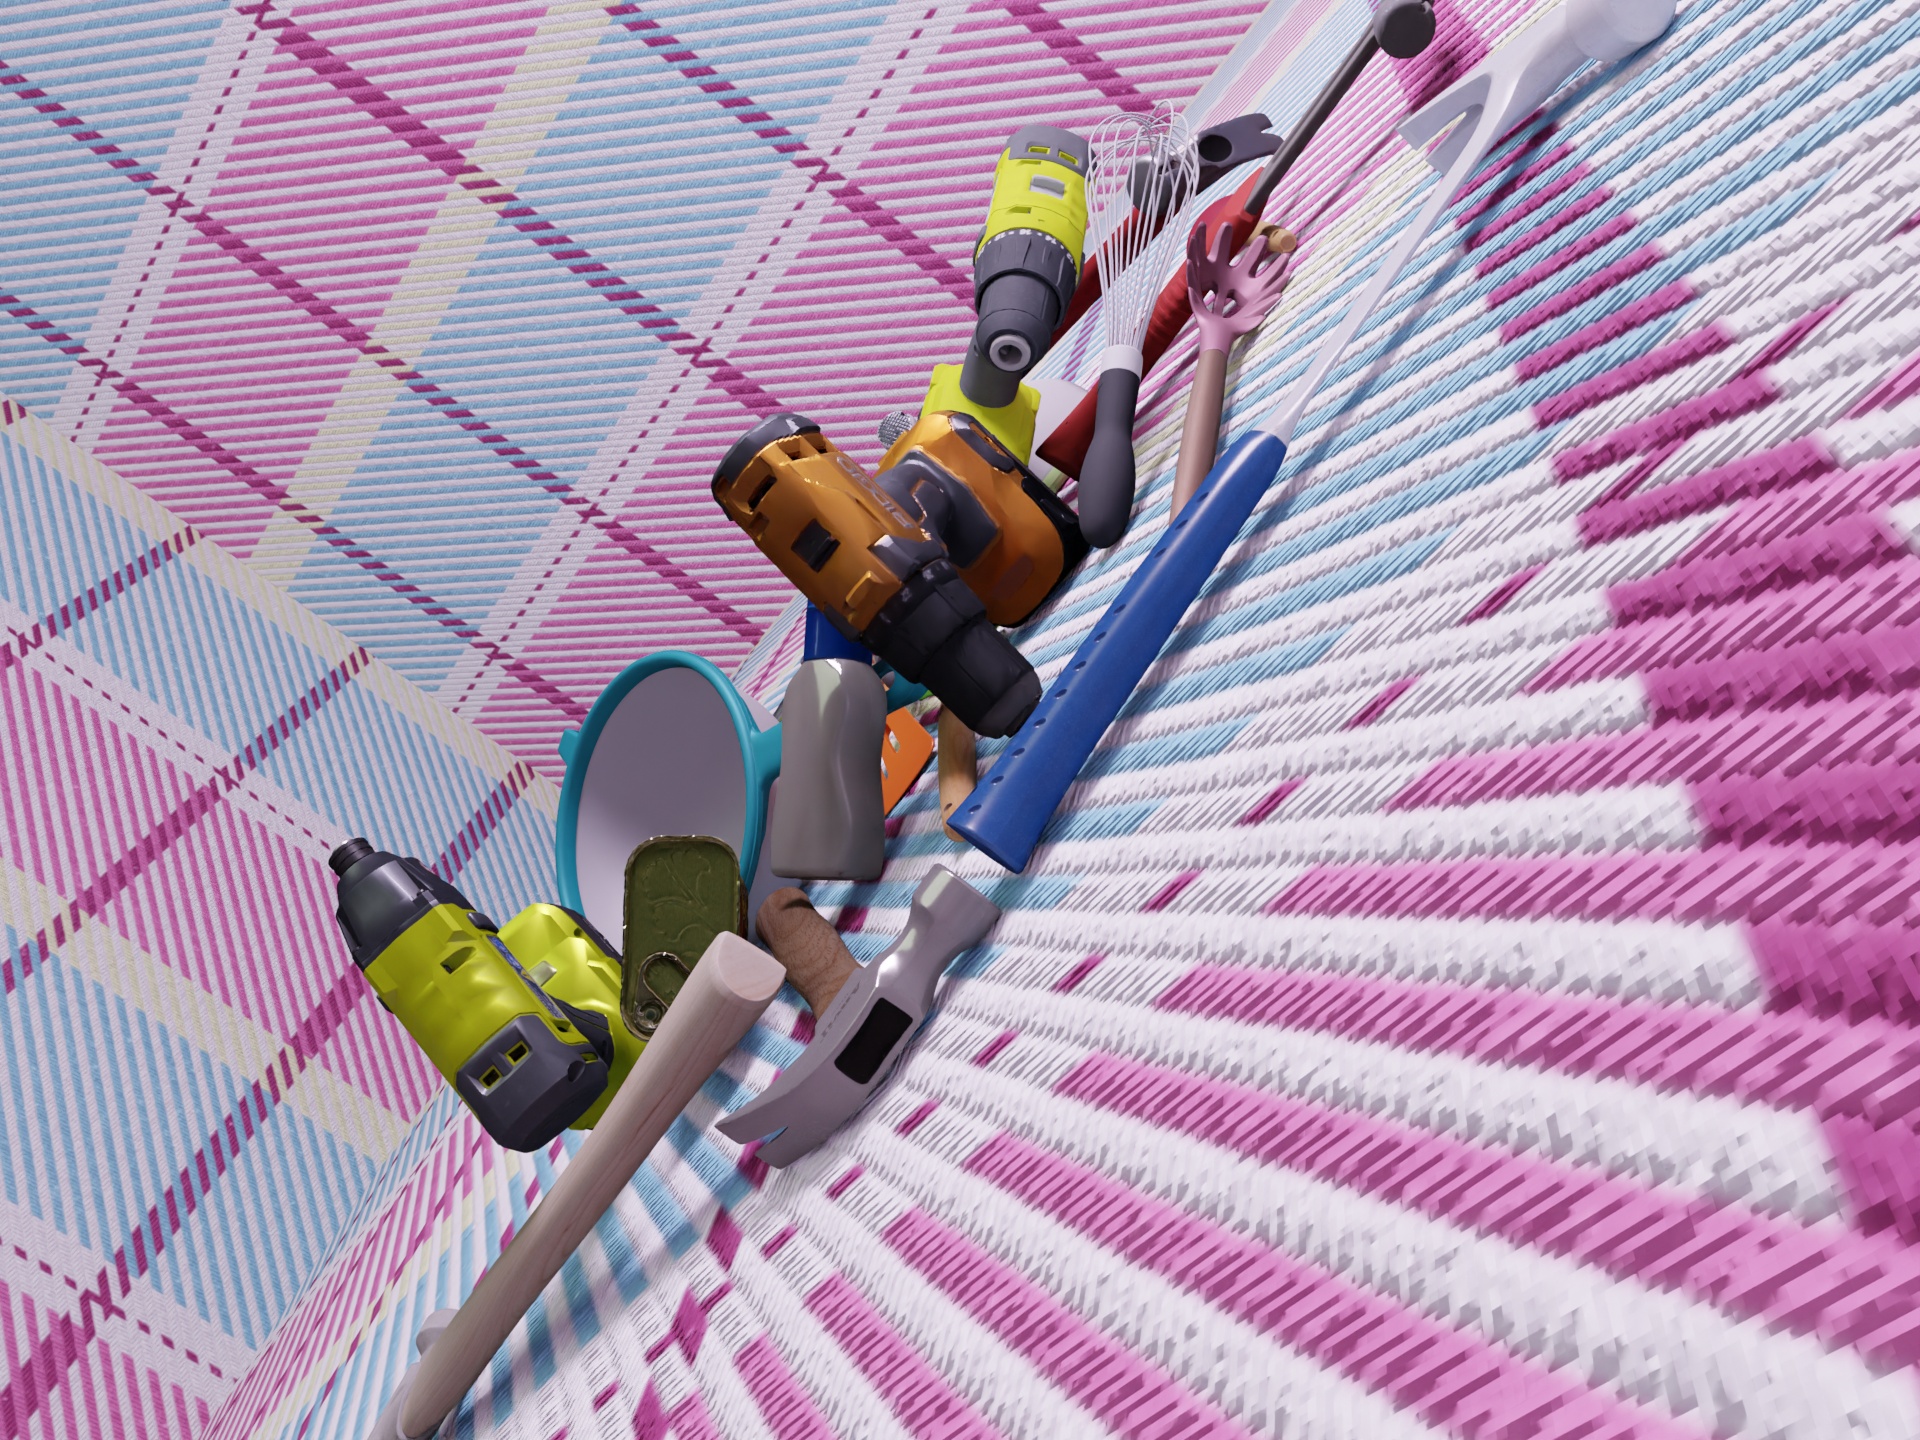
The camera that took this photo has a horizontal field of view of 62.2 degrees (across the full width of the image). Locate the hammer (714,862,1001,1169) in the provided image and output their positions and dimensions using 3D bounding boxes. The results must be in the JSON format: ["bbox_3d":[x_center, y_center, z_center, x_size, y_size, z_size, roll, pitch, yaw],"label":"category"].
[{"bbox_3d":[-0.066,0.112,0.717,0.130,0.031,0.331,-54,10,-7],"label":"hammer"}]

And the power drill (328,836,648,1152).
[{"bbox_3d":[-0.230,0.141,0.821,0.080,0.171,0.223,-43,-14,-7],"label":"power drill"}]

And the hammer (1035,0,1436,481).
[{"bbox_3d":[0.160,-0.298,0.988,0.359,0.036,0.149,-52,14,31],"label":"hammer"}]

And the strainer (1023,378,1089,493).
[{"bbox_3d":[0.031,-0.176,1.148,0.151,0.069,0.256,-46,11,33],"label":"strainer"}]

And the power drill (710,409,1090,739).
[{"bbox_3d":[-0.006,-0.080,0.813,0.084,0.185,0.226,-49,-8,23],"label":"power drill"}]

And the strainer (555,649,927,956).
[{"bbox_3d":[-0.114,0.042,0.951,0.340,0.095,0.211,-29,63,37],"label":"strainer"}]

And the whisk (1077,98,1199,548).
[{"bbox_3d":[0.092,-0.222,0.880,0.070,0.070,0.285,146,136,-62],"label":"whisk"}]

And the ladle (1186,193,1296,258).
[{"bbox_3d":[0.193,-0.334,1.088,0.069,0.031,0.316,-48,13,14],"label":"ladle"}]

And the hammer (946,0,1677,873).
[{"bbox_3d":[0.124,-0.115,0.623,0.405,0.035,0.144,-54,10,-7],"label":"hammer"}]

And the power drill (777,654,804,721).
[{"bbox_3d":[-0.132,0.015,1.214,0.226,0.084,0.164,-54,8,-30],"label":"power drill"}]

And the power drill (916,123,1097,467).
[{"bbox_3d":[0.024,-0.223,0.982,0.228,0.080,0.191,109,173,-51],"label":"power drill"}]

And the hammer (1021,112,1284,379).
[{"bbox_3d":[0.083,-0.303,1.174,0.143,0.038,0.386,-33,-2,-36],"label":"hammer"}]

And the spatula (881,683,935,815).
[{"bbox_3d":[-0.036,-0.012,1.038,0.081,0.041,0.323,-52,6,17],"label":"spatula"}]

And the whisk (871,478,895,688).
[{"bbox_3d":[-0.045,-0.093,1.035,0.055,0.055,0.239,-48,28,25],"label":"whisk"}]

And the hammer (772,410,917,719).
[{"bbox_3d":[-0.113,-0.056,1.357,0.409,0.036,0.149,-61,-32,-6],"label":"hammer"}]

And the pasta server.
[{"bbox_3d":[0.129,-0.178,0.808,0.316,0.060,0.040,-71,2,-52],"label":"pasta server"}]

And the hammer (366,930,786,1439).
[{"bbox_3d":[-0.189,0.242,0.712,0.410,0.038,0.146,-53,10,31],"label":"hammer"}]

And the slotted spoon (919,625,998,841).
[{"bbox_3d":[-0.001,-0.003,0.833,0.070,0.031,0.314,-46,13,13],"label":"slotted spoon"}]
